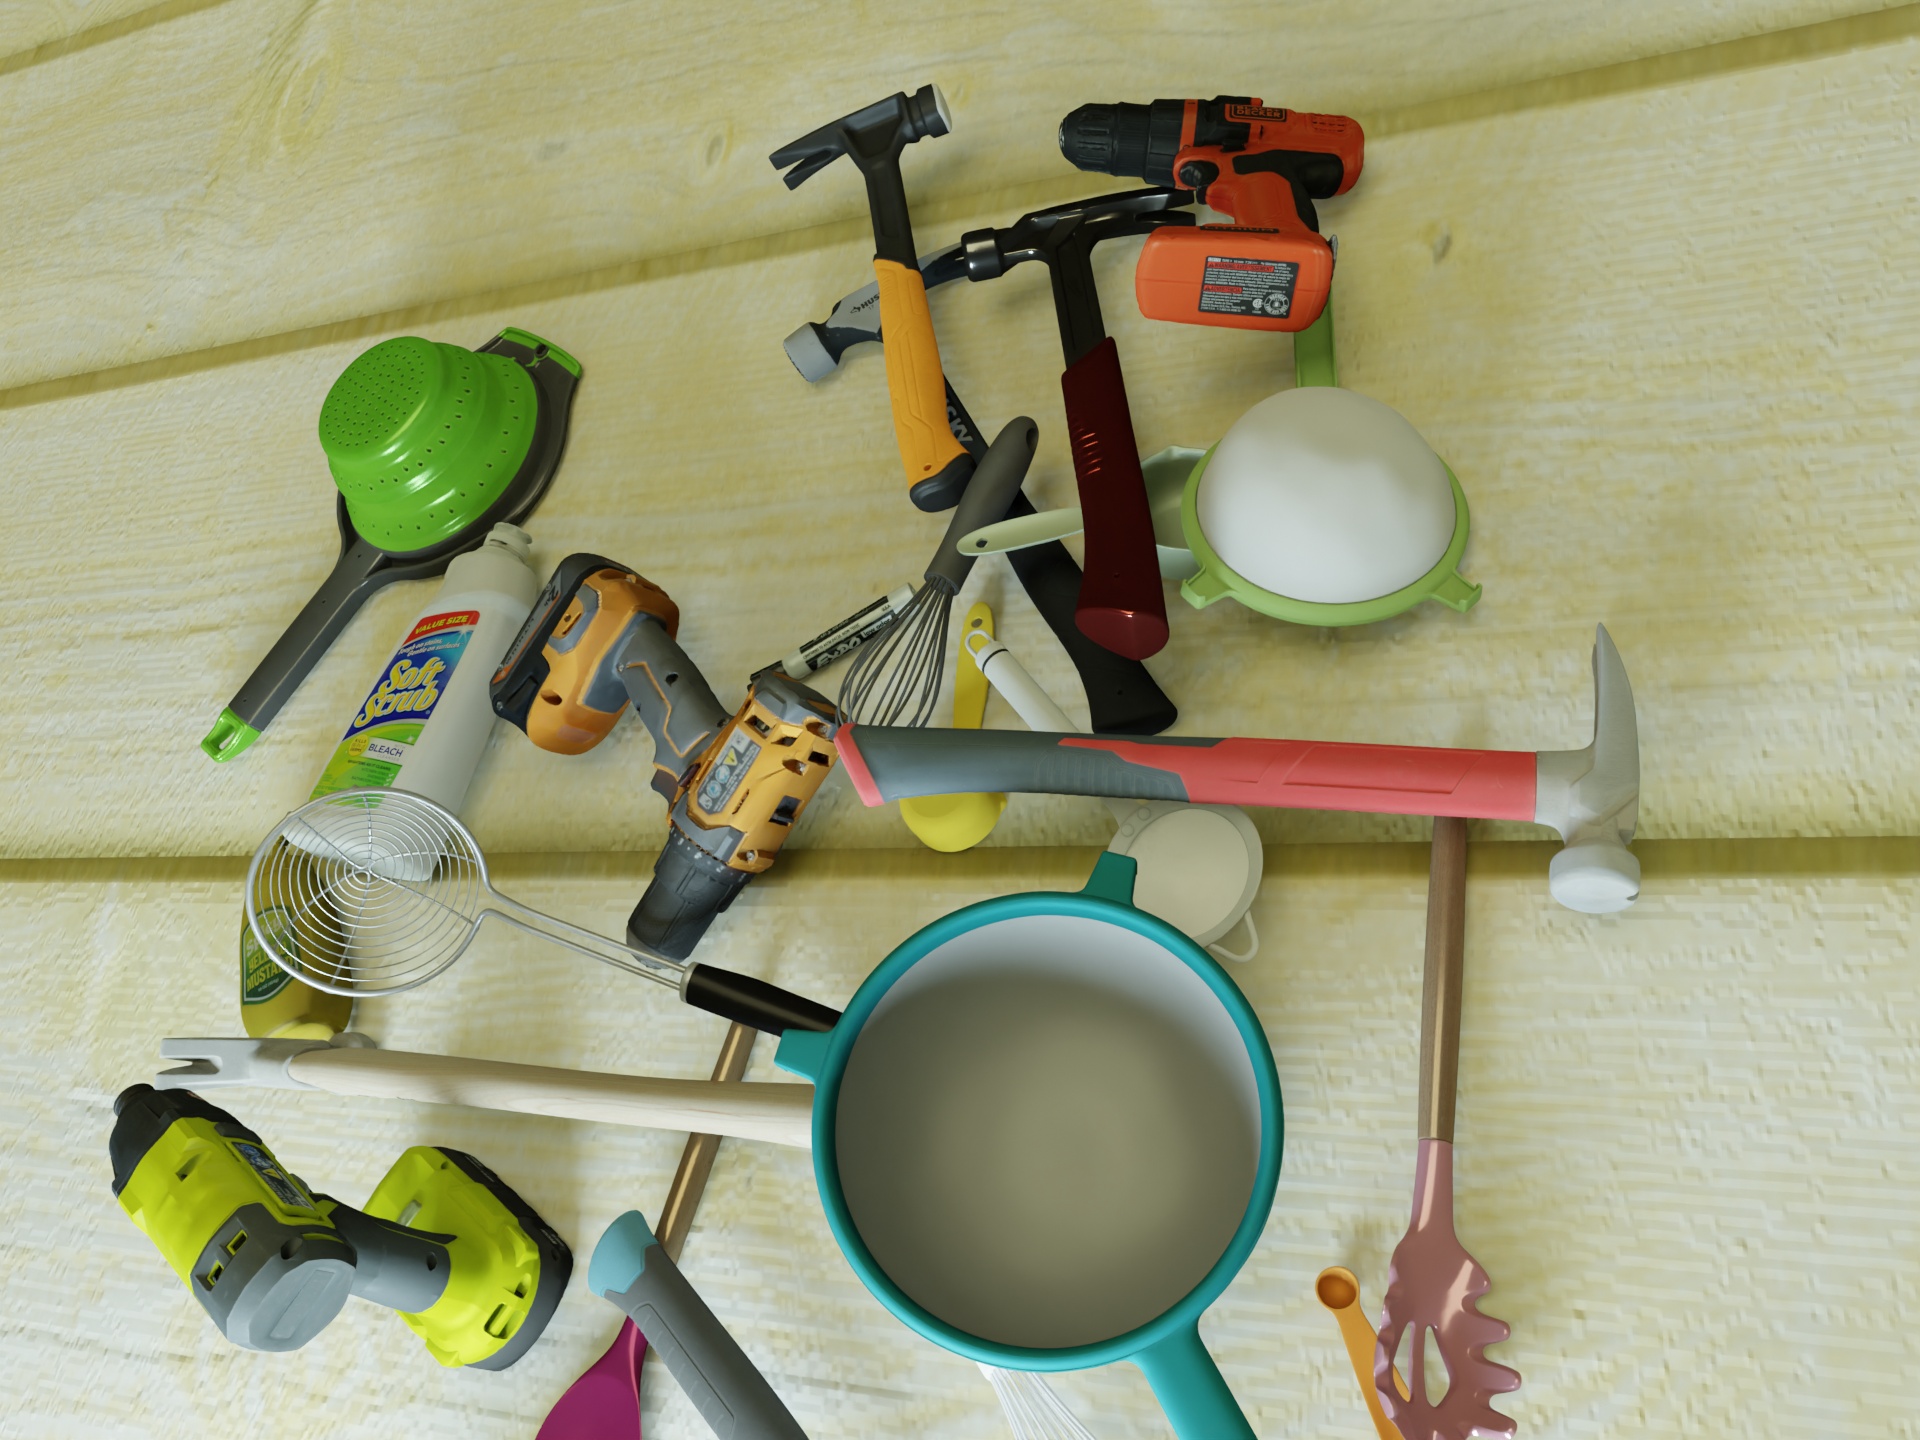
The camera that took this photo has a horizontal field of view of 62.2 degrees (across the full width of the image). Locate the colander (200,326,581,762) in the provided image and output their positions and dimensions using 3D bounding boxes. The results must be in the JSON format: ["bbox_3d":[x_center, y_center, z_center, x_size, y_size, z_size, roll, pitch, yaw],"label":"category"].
[{"bbox_3d":[-0.447,-0.148,1.161,0.205,0.094,0.397,31,81,34],"label":"colander"}]

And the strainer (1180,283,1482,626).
[{"bbox_3d":[0.196,-0.170,0.855,0.151,0.069,0.257,2,57,6],"label":"strainer"}]

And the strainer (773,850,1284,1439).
[{"bbox_3d":[0.072,0.242,0.713,0.211,0.095,0.341,-29,64,-4],"label":"strainer"}]

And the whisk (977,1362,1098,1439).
[{"bbox_3d":[0.033,0.311,0.717,0.070,0.070,0.285,-42,50,1],"label":"whisk"}]

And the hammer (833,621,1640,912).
[{"bbox_3d":[0.126,0.012,0.787,0.386,0.038,0.143,3,56,17],"label":"hammer"}]

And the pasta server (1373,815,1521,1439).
[{"bbox_3d":[0.218,0.161,0.714,0.060,0.040,0.316,13,66,-6],"label":"pasta server"}]

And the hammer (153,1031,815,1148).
[{"bbox_3d":[-0.237,0.198,0.852,0.411,0.146,0.038,-1,79,25],"label":"hammer"}]

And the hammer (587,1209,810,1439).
[{"bbox_3d":[-0.075,0.362,0.747,0.128,0.033,0.331,-48,59,-4],"label":"hammer"}]

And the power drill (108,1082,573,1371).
[{"bbox_3d":[-0.318,0.256,0.814,0.171,0.223,0.080,29,80,34],"label":"power drill"}]

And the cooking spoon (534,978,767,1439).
[{"bbox_3d":[-0.159,0.291,0.844,0.069,0.017,0.319,9,70,26],"label":"cooking spoon"}]

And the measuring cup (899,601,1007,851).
[{"bbox_3d":[-0.001,-0.003,0.908,0.062,0.029,0.157,-4,66,24],"label":"measuring cup"}]

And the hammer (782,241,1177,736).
[{"bbox_3d":[0.023,-0.146,0.968,0.149,0.036,0.409,-33,56,6],"label":"hammer"}]

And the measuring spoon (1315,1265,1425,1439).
[{"bbox_3d":[0.184,0.292,0.683,0.021,0.011,0.117,-25,60,4],"label":"measuring spoon"}]

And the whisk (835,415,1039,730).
[{"bbox_3d":[-0.008,-0.077,0.902,0.055,0.055,0.239,14,67,31],"label":"whisk"}]

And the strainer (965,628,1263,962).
[{"bbox_3d":[0.077,0.034,0.834,0.087,0.050,0.259,-44,58,6],"label":"strainer"}]

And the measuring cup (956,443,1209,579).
[{"bbox_3d":[0.082,-0.104,0.891,0.167,0.038,0.083,-11,54,3],"label":"measuring cup"}]

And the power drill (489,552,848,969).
[{"bbox_3d":[-0.188,0.022,0.956,0.226,0.084,0.185,36,97,32],"label":"power drill"}]

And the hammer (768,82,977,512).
[{"bbox_3d":[-0.045,-0.270,1.021,0.127,0.034,0.337,-18,59,13],"label":"hammer"}]

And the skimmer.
[{"bbox_3d":[-0.214,0.132,0.865,0.363,0.090,0.127,16,103,17],"label":"skimmer"}]

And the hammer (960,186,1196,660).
[{"bbox_3d":[0.086,-0.181,0.901,0.149,0.036,0.359,-10,51,6],"label":"hammer"}]
